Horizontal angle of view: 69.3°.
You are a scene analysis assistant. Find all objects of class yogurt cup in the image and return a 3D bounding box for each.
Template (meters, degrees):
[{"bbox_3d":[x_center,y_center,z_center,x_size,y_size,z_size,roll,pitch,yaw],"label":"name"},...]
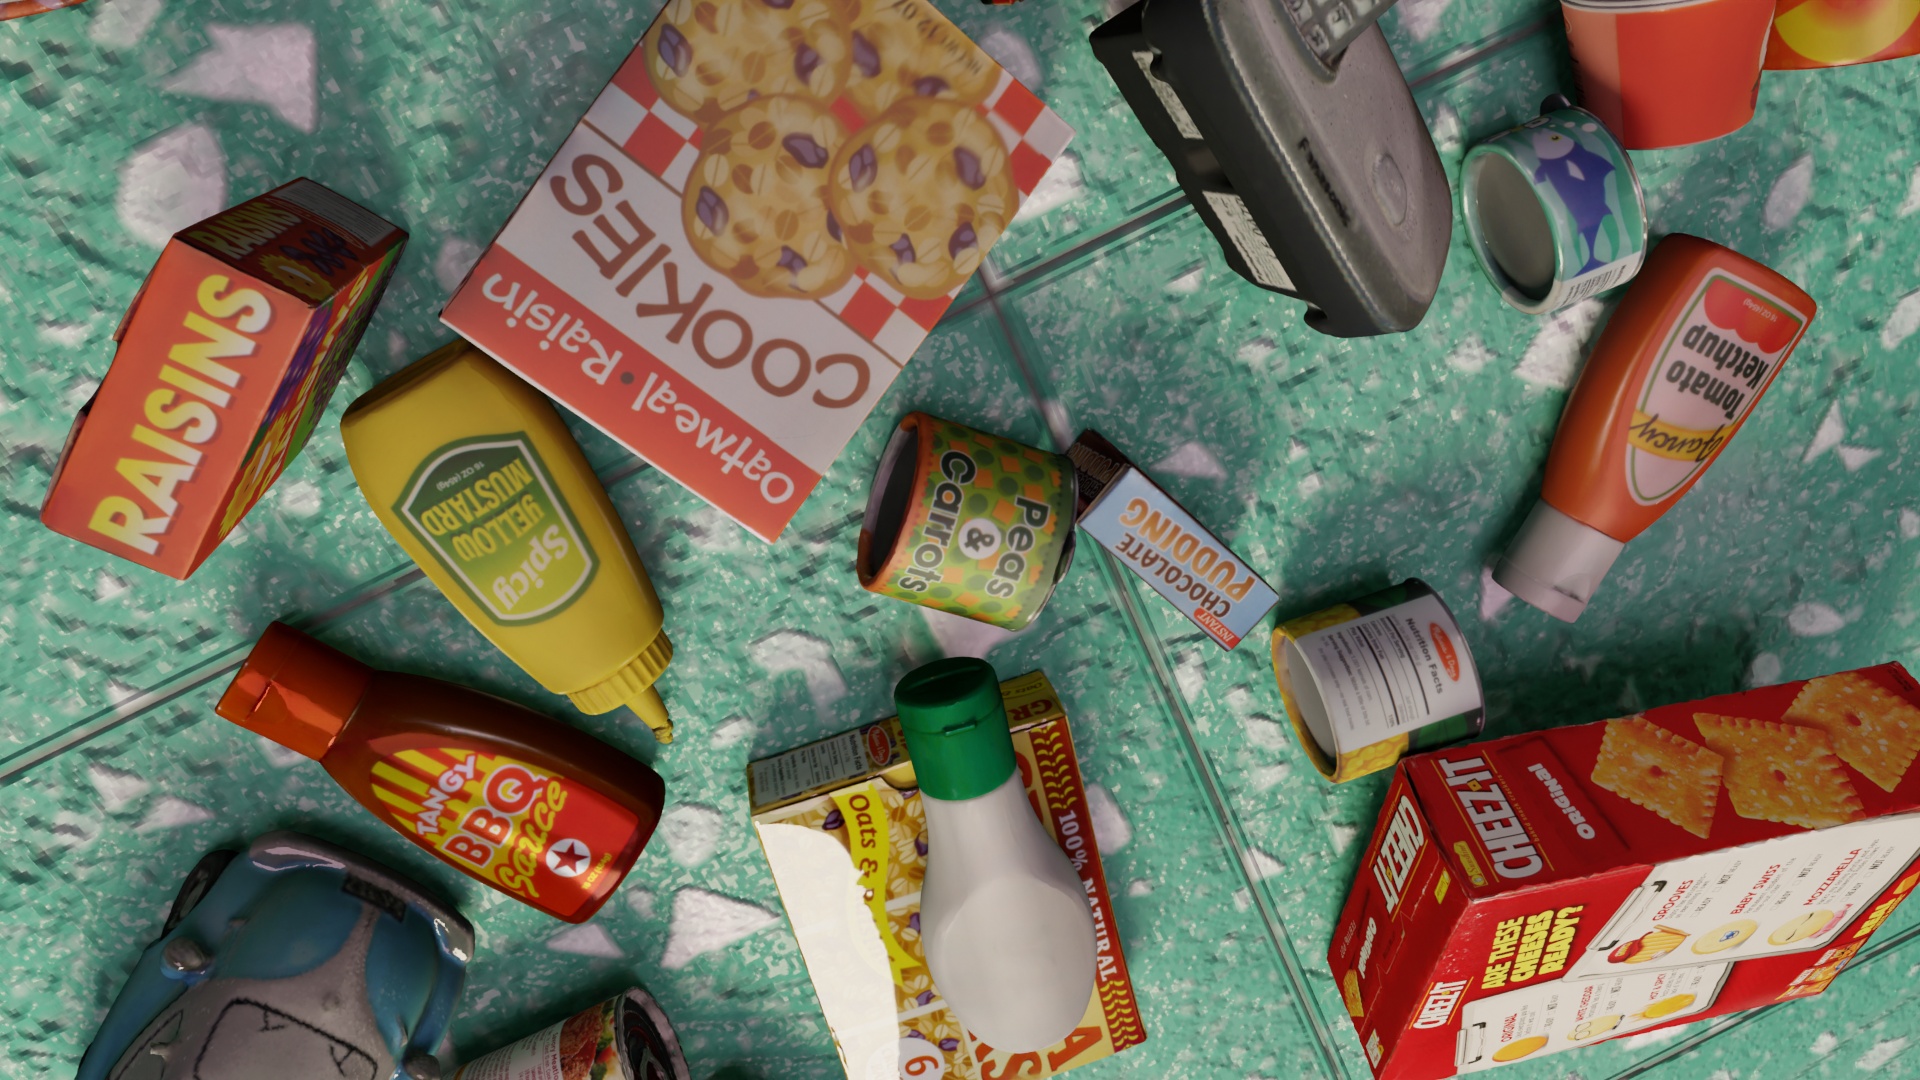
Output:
[{"bbox_3d":[0.242,-0.169,0.476,0.072,0.073,0.053,-18,121,-4],"label":"yogurt cup"}]

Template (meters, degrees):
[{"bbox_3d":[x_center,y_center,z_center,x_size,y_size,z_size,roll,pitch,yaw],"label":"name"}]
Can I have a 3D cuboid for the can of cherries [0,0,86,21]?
[{"bbox_3d":[-0.280,-0.169,0.372,0.071,0.072,0.058,-15,113,-5],"label":"can of cherries"}]

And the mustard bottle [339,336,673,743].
[{"bbox_3d":[-0.140,0.010,0.474,0.065,0.049,0.159,-32,113,-2],"label":"mustard bottle"}]

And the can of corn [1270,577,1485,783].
[{"bbox_3d":[0.161,0.056,0.543,0.058,0.071,0.071,-18,113,-3],"label":"can of corn"}]

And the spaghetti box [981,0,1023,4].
[{"bbox_3d":[0.109,-0.246,0.428,0.250,0.050,0.028,-33,113,2],"label":"spaghetti box"}]

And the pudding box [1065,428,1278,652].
[{"bbox_3d":[0.073,-0.001,0.512,0.083,0.050,0.030,39,97,-22],"label":"pudding box"}]

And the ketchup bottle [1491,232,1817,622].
[{"bbox_3d":[0.261,-0.040,0.538,0.065,0.044,0.148,23,105,-18],"label":"ketchup bottle"}]

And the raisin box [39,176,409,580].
[{"bbox_3d":[-0.205,-0.052,0.398,0.040,0.124,0.086,28,103,-20],"label":"raisin box"}]

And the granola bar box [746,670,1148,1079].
[{"bbox_3d":[-0.003,0.148,0.558,0.124,0.039,0.165,-17,113,-5],"label":"granola bar box"}]

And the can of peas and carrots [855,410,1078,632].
[{"bbox_3d":[0.002,-0.006,0.484,0.059,0.071,0.070,16,106,-16],"label":"can of peas and carrots"}]

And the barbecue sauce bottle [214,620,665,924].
[{"bbox_3d":[-0.184,0.079,0.494,0.148,0.044,0.064,33,102,-20],"label":"barbecue sauce bottle"}]

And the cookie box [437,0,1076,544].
[{"bbox_3d":[-0.063,-0.101,0.441,0.123,0.040,0.167,36,90,-21],"label":"cookie box"}]

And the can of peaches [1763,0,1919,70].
[{"bbox_3d":[0.303,-0.196,0.474,0.071,0.071,0.057,-14,113,-6],"label":"can of peaches"}]

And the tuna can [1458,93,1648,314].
[{"bbox_3d":[0.205,-0.117,0.486,0.033,0.071,0.071,-22,113,-1],"label":"tuna can"}]

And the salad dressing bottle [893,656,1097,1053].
[{"bbox_3d":[0.011,0.114,0.502,0.064,0.044,0.147,-16,112,-6],"label":"salad dressing bottle"}]
